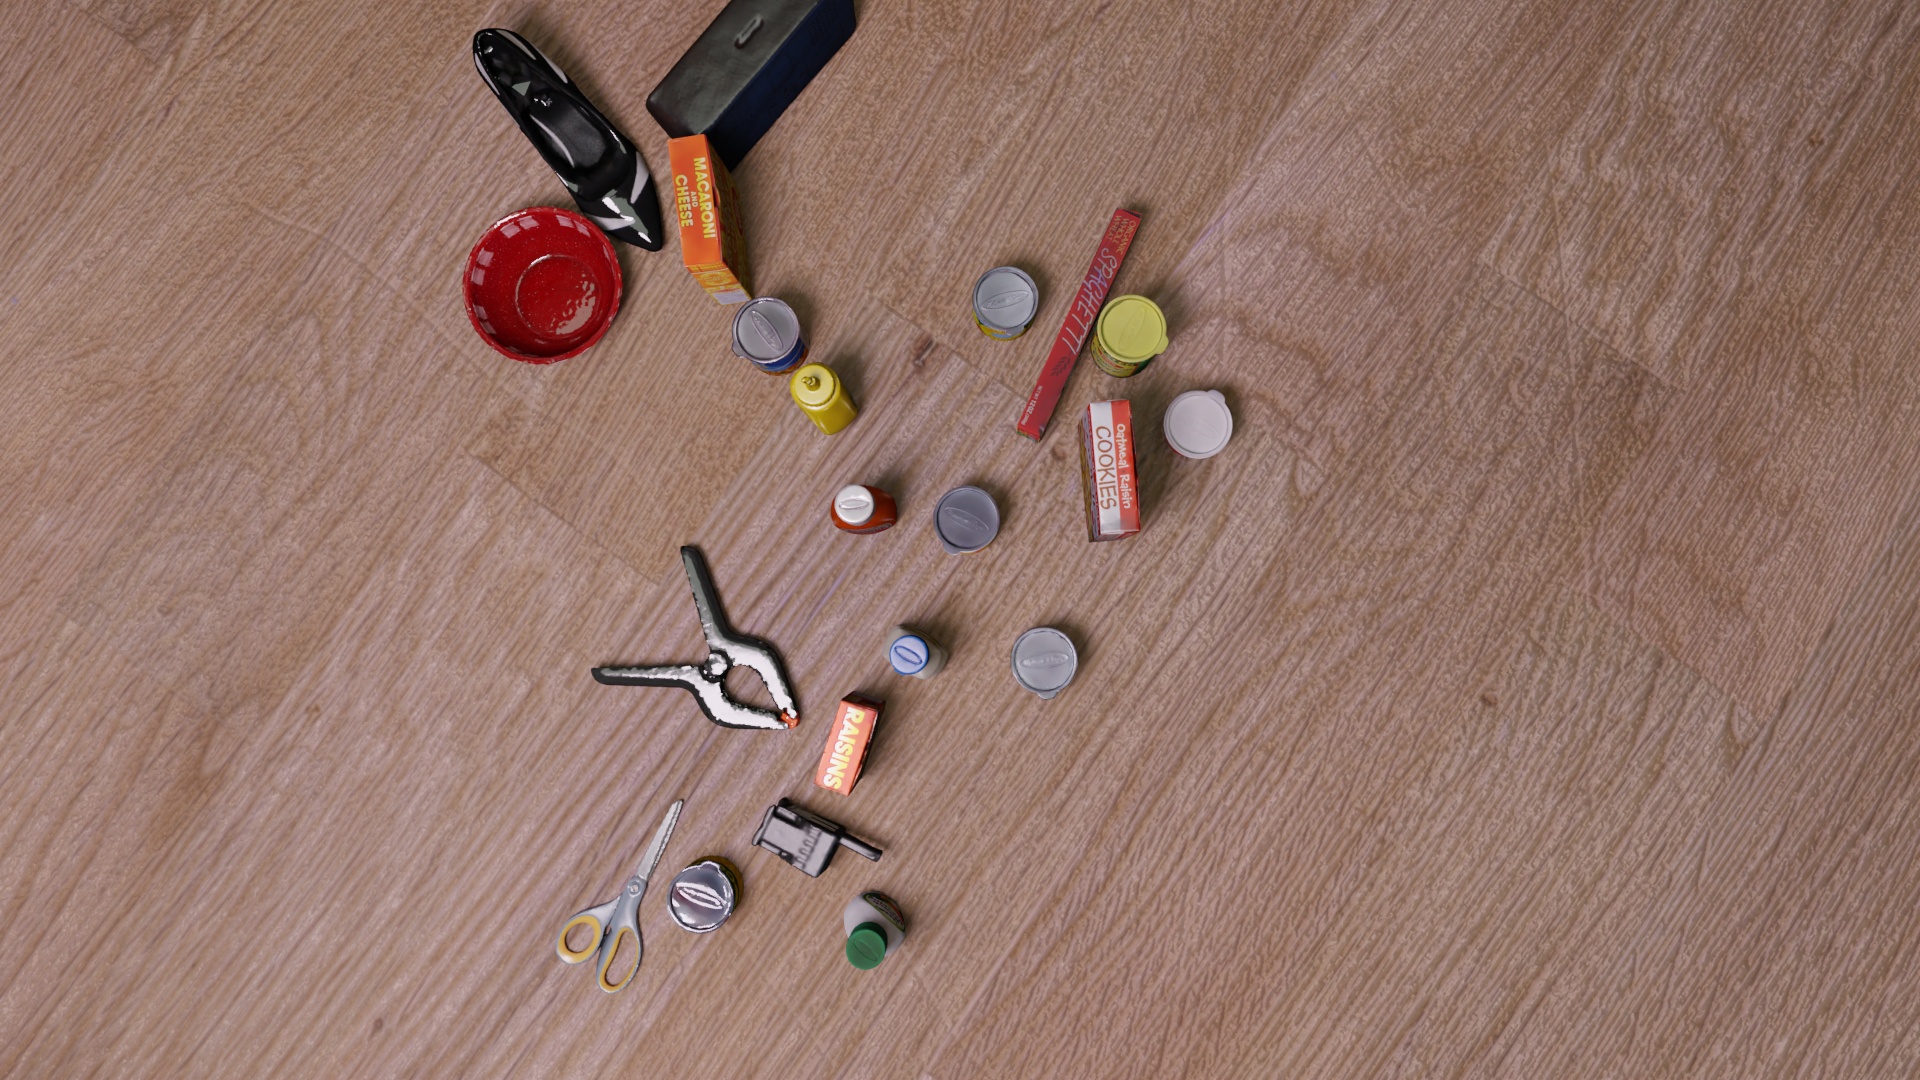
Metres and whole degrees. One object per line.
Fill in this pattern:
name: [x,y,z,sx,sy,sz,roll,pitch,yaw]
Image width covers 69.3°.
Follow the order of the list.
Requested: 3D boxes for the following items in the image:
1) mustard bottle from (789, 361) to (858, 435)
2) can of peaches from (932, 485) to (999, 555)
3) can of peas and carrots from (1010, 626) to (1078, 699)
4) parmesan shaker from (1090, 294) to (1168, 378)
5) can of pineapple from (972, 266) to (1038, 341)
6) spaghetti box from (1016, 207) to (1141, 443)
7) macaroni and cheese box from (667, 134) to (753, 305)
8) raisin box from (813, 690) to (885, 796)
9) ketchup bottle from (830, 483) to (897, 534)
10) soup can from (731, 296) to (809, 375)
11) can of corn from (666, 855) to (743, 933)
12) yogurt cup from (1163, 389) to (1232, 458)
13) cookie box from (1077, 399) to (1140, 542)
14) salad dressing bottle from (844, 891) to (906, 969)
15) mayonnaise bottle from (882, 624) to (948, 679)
mustard bottle: [-0.136,-0.143,1.353,0.049,0.160,0.065,-37,87,-1]
can of peaches: [0.005,-0.017,1.394,0.071,0.058,0.071,0,87,1]
can of peas and carrots: [0.083,0.121,1.384,0.071,0.058,0.071,0,87,1]
parmesan shaker: [0.167,-0.199,1.381,0.071,0.103,0.071,0,87,1]
can of pineapple: [0.045,-0.237,1.407,0.071,0.058,0.071,0,87,1]
spaghetti box: [0.120,-0.218,1.409,0.029,0.050,0.250,24,87,2]
macaroni and cheese box: [-0.242,-0.310,1.361,0.040,0.166,0.123,-8,87,1]
raisin box: [-0.106,0.195,1.350,0.040,0.123,0.086,19,87,2]
ketchup bottle: [-0.097,-0.031,1.351,0.065,0.149,0.043,-6,87,1]
soup can: [-0.192,-0.202,1.395,0.071,0.084,0.071,0,87,1]
can of corn: [-0.251,0.347,1.376,0.071,0.058,0.071,0,87,1]
yogurt cup: [0.236,-0.114,1.399,0.072,0.054,0.072,0,87,1]
cookie box: [0.143,-0.063,1.340,0.040,0.167,0.123,-5,87,1]
salad dressing bottle: [-0.084,0.374,1.327,0.064,0.147,0.044,41,89,3]
mayonnaise bottle: [-0.045,0.108,1.342,0.065,0.148,0.041,29,88,2]
